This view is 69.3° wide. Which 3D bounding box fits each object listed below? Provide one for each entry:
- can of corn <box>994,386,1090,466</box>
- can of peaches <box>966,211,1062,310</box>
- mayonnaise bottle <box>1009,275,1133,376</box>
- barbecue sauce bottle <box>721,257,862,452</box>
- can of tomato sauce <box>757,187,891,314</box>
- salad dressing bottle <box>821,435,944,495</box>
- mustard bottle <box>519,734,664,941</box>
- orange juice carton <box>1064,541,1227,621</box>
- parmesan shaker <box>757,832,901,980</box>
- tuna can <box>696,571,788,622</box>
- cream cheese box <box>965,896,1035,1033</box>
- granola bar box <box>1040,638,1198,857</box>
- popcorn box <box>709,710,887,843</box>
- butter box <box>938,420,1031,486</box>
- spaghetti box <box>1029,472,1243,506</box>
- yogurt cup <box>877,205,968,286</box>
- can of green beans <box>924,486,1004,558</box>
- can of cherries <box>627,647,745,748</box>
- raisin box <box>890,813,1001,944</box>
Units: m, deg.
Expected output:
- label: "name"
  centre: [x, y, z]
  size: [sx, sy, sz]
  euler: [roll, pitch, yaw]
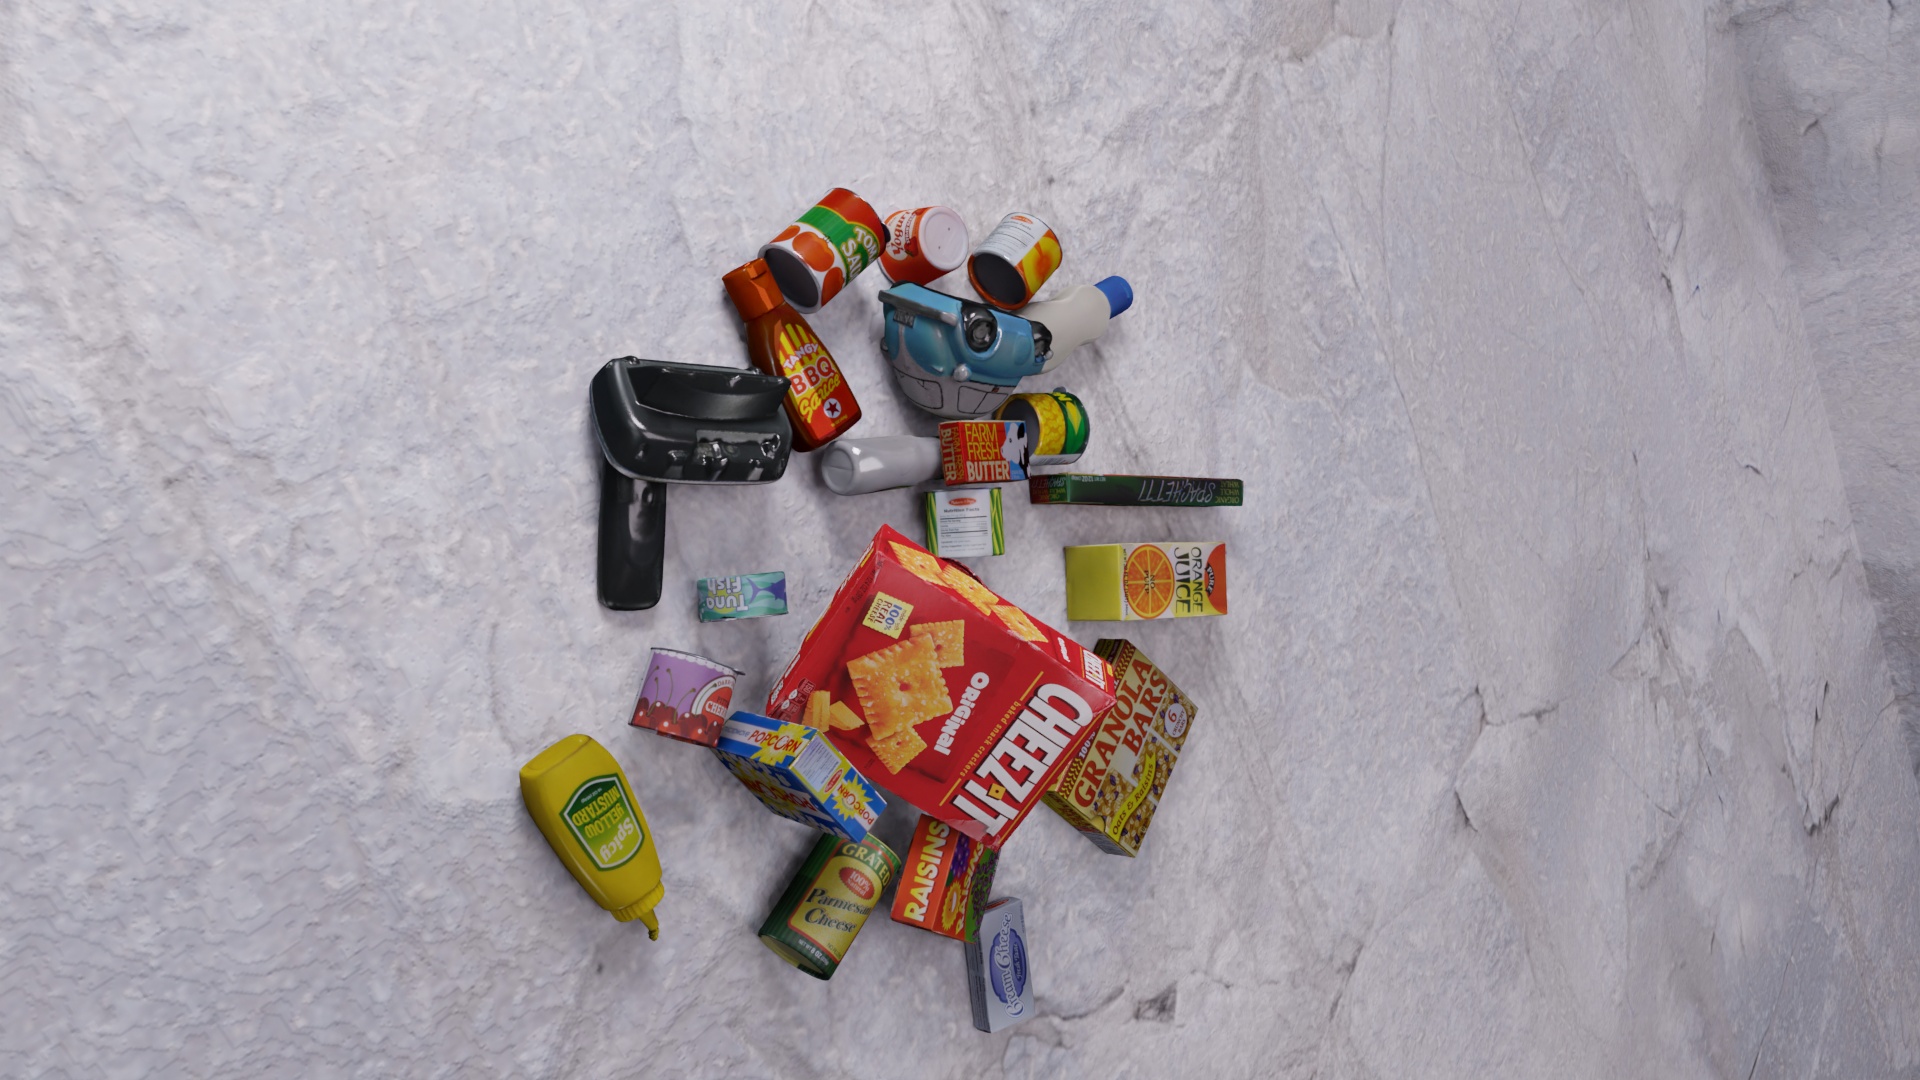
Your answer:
- label: "can of corn"
  centre: [0.071, -0.102, 1.236]
  size: [0.058, 0.071, 0.071]
  euler: [-5, 91, -39]
- label: "can of peaches"
  centre: [0.048, -0.244, 1.227]
  size: [0.071, 0.071, 0.058]
  euler: [53, 57, -24]
- label: "mayonnaise bottle"
  centre: [0.102, -0.205, 1.286]
  size: [0.149, 0.041, 0.064]
  euler: [-33, 109, -37]
- label: "barbecue sauce bottle"
  centre: [-0.135, -0.146, 1.082]
  size: [0.065, 0.043, 0.148]
  euler: [-39, 111, -33]
- label: "can of tomato sauce"
  centre: [-0.107, -0.227, 1.094]
  size: [0.083, 0.071, 0.071]
  euler: [-48, 117, -30]
- label: "salad dressing bottle"
  centre: [-0.046, -0.065, 1.142]
  size: [0.148, 0.064, 0.044]
  euler: [-10, 106, -47]
- label: "mustard bottle"
  centre: [-0.244, 0.213, 0.965]
  size: [0.065, 0.048, 0.160]
  euler: [-37, 110, -33]
- label: "orange juice carton"
  centre: [0.192, 0.038, 1.323]
  size: [0.193, 0.073, 0.072]
  euler: [0, 88, -40]
- label: "parmesan shaker"
  centre: [-0.098, 0.278, 1.070]
  size: [0.071, 0.071, 0.103]
  euler: [49, 59, -27]
- label: "tuna can"
  centre: [-0.163, 0.042, 1.031]
  size: [0.071, 0.071, 0.033]
  euler: [-5, 89, -40]
- label: "cream cheese box"
  centre: [0.033, 0.367, 1.201]
  size: [0.053, 0.024, 0.103]
  euler: [-9, 92, -38]
- label: "granola bar box"
  centre: [0.147, 0.193, 1.297]
  size: [0.124, 0.039, 0.166]
  euler: [43, 62, -29]
- label: "popcorn box"
  centre: [-0.122, 0.172, 1.019]
  size: [0.038, 0.126, 0.085]
  euler: [-50, 117, -25]
- label: "butter box"
  centre: [0.021, -0.074, 1.169]
  size: [0.104, 0.024, 0.053]
  euler: [-7, 90, -56]
- label: "spaghetti box"
  centre: [0.174, -0.047, 1.329]
  size: [0.251, 0.050, 0.028]
  euler: [0, 90, -40]
- label: "yogurt cup"
  centre: [-0.030, -0.249, 1.169]
  size: [0.072, 0.054, 0.072]
  euler: [2, 87, -40]
- label: "can of green beans"
  centre: [0.004, -0.015, 1.174]
  size: [0.071, 0.071, 0.058]
  euler: [-3, 91, -40]
- label: "can of cherries"
  centre: [-0.196, 0.114, 0.997]
  size: [0.071, 0.071, 0.058]
  euler: [26, 72, -36]
- label: "raisin box"
  centre: [-0.010, 0.276, 1.126]
  size: [0.123, 0.040, 0.086]
  euler: [51, 53, -64]
